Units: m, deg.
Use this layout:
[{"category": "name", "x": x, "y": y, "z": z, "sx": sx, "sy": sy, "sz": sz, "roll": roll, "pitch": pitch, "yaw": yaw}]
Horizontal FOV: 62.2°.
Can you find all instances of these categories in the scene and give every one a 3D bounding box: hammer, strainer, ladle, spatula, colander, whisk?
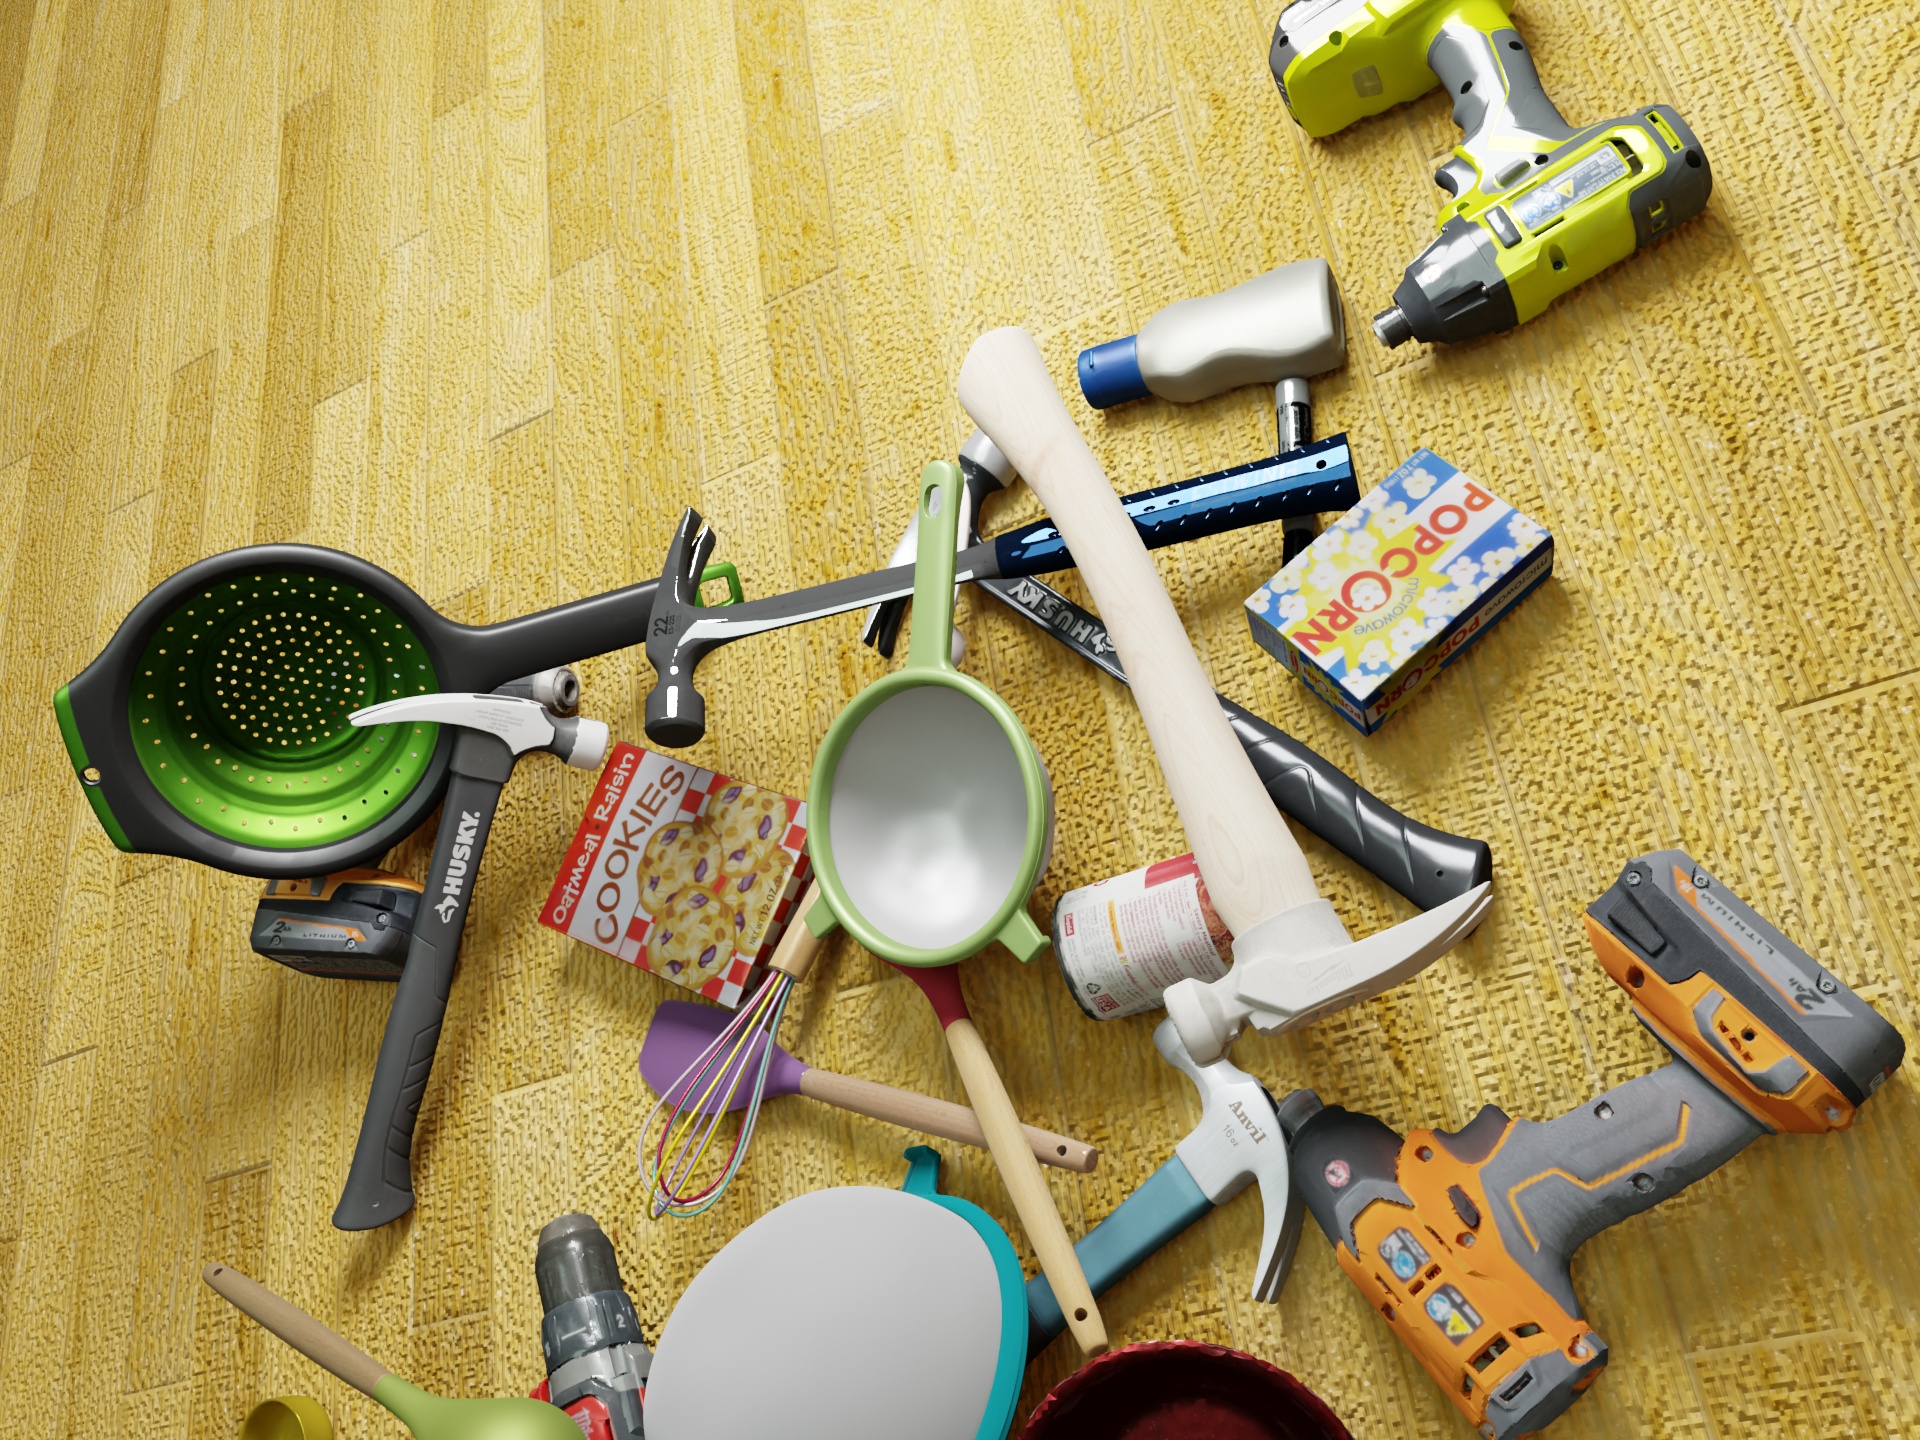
[{"category": "hammer", "x": 0.011, "y": -0.092, "z": 0.871, "sx": 0.405, "sy": 0.035, "sz": 0.144, "roll": -12, "pitch": 61, "yaw": 16}, {"category": "strainer", "x": -0.058, "y": 0.310, "z": 0.665, "sx": 0.211, "sy": 0.095, "sz": 0.341, "roll": -47, "pitch": 23, "yaw": 0}, {"category": "hammer", "x": 0.027, "y": 0.290, "z": 0.761, "sx": 0.331, "sy": 0.033, "sz": 0.128, "roll": -43, "pitch": 55, "yaw": 8}, {"category": "hammer", "x": -0.325, "y": 0.145, "z": 0.958, "sx": 0.035, "sy": 0.146, "sz": 0.335, "roll": 20, "pitch": 95, "yaw": 64}, {"category": "ladle", "x": 0.008, "y": 0.169, "z": 0.782, "sx": 0.069, "sy": 0.031, "sz": 0.316, "roll": -28, "pitch": 43, "yaw": 1}, {"category": "spatula", "x": -0.062, "y": 0.199, "z": 0.841, "sx": 0.316, "sy": 0.018, "sz": 0.060, "roll": 4, "pitch": 69, "yaw": 38}, {"category": "colander", "x": -0.334, "y": -0.038, "z": 0.993, "sx": 0.397, "sy": 0.204, "sz": 0.095, "roll": -18, "pitch": 22, "yaw": -16}, {"category": "ladle", "x": -0.312, "y": 0.350, "z": 0.839, "sx": 0.320, "sy": 0.062, "sz": 0.078, "roll": 8, "pitch": 39, "yaw": 38}, {"category": "hammer", "x": 0.099, "y": -0.047, "z": 0.774, "sx": 0.146, "sy": 0.038, "sz": 0.411, "roll": -26, "pitch": 60, "yaw": 7}, {"category": "strainer", "x": -0.001, "y": -0.003, "z": 0.824, "sx": 0.151, "sy": 0.069, "sz": 0.256, "roll": 0, "pitch": 85, "yaw": 37}, {"category": "hammer", "x": 0.104, "y": -0.014, "z": 0.842, "sx": 0.409, "sy": 0.036, "sz": 0.149, "roll": 38, "pitch": 92, "yaw": 35}, {"category": "whisk", "x": -0.105, "y": 0.156, "z": 0.861, "sx": 0.051, "sy": 0.047, "sz": 0.245, "roll": 7, "pitch": 61, "yaw": 41}]

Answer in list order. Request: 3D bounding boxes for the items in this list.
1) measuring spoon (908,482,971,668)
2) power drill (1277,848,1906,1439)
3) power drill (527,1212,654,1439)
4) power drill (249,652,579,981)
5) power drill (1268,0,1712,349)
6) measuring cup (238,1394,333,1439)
[{"category": "measuring spoon", "x": -0.011, "y": -0.083, "z": 0.902, "sx": 0.034, "sy": 0.018, "sz": 0.124, "roll": -3, "pitch": 70, "yaw": 29}, {"category": "power drill", "x": 0.247, "y": 0.163, "z": 0.663, "sx": 0.226, "sy": 0.084, "sz": 0.164, "roll": -48, "pitch": 55, "yaw": 9}, {"category": "power drill", "x": -0.255, "y": 0.392, "z": 0.852, "sx": 0.226, "sy": 0.080, "sz": 0.188, "roll": -31, "pitch": 58, "yaw": 12}, {"category": "power drill", "x": -0.352, "y": 0.053, "z": 1.045, "sx": 0.185, "sy": 0.084, "sz": 0.226, "roll": -1, "pitch": 64, "yaw": 21}, {"category": "power drill", "x": 0.264, "y": -0.312, "z": 0.853, "sx": 0.171, "sy": 0.080, "sz": 0.223, "roll": -30, "pitch": 61, "yaw": 15}, {"category": "measuring cup", "x": -0.391, "y": 0.476, "z": 0.928, "sx": 0.062, "sy": 0.029, "sz": 0.157, "roll": -11, "pitch": 77, "yaw": 25}]
